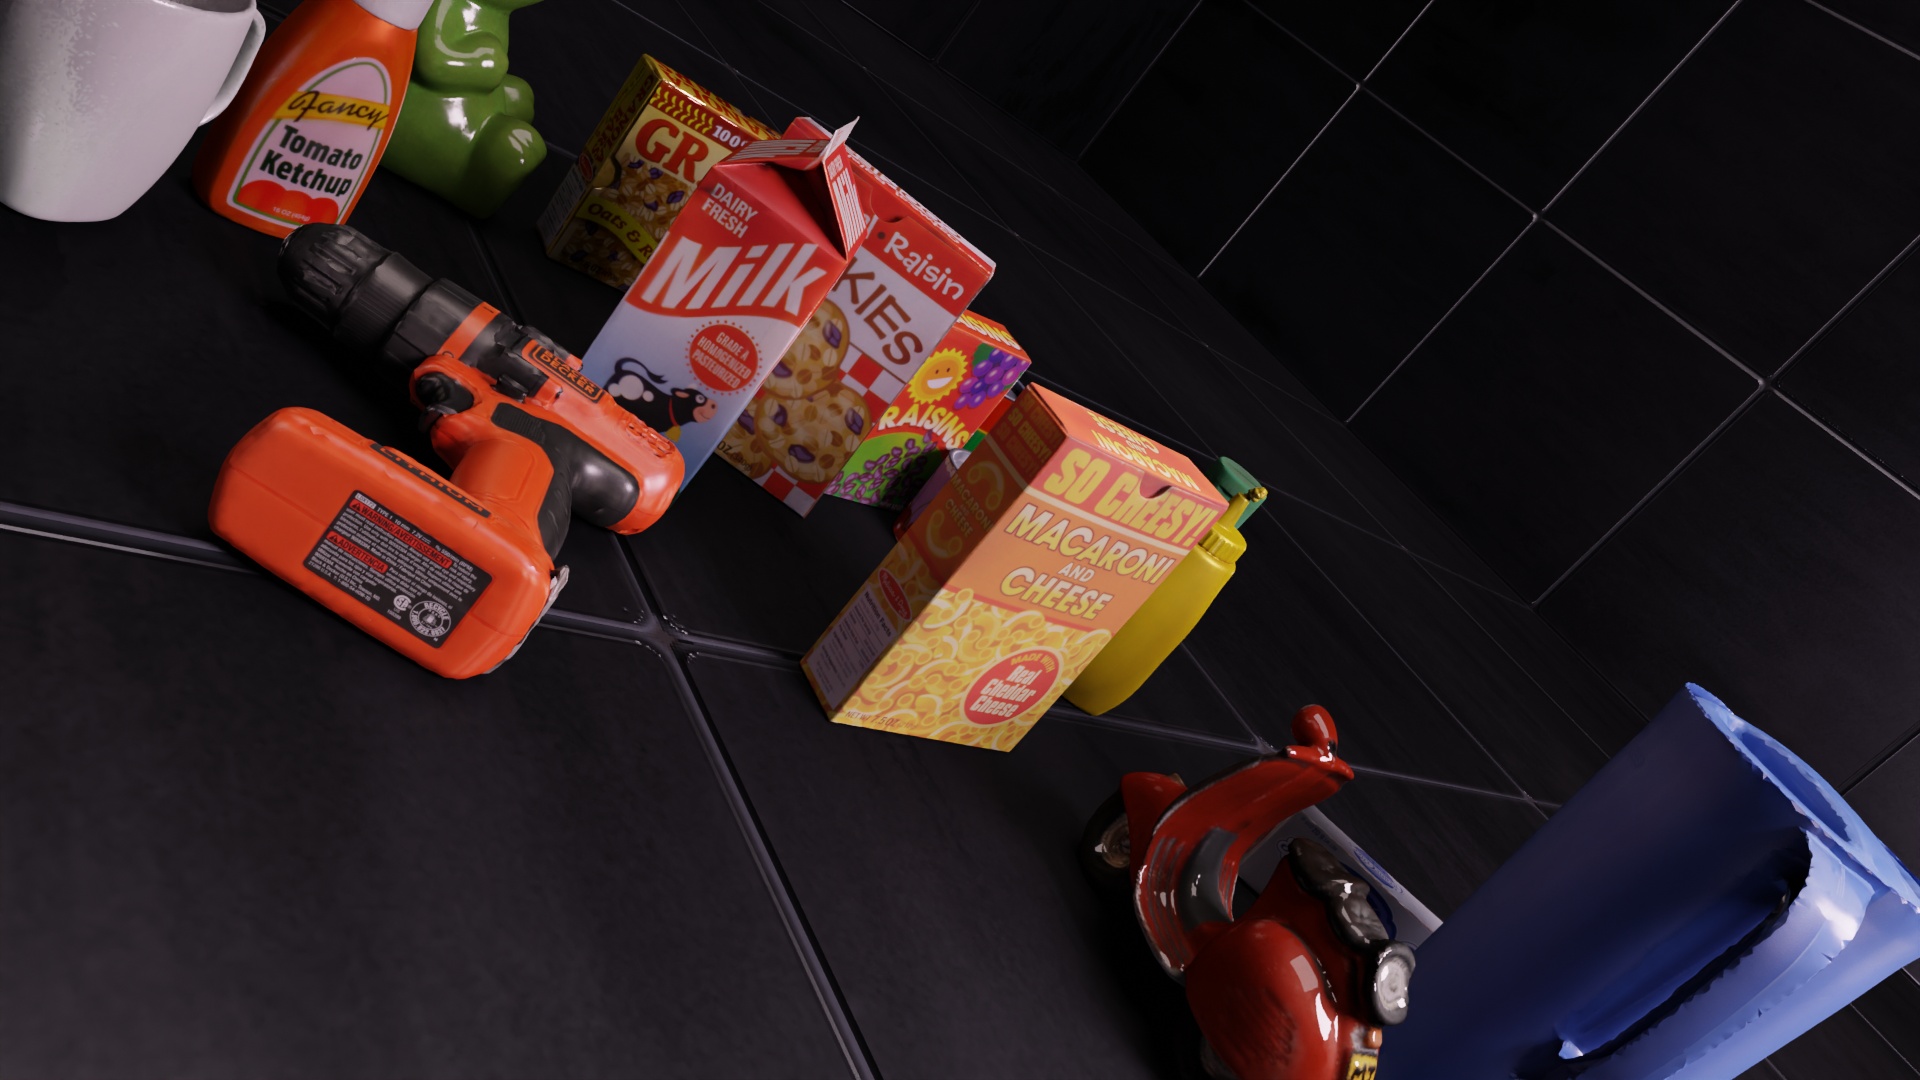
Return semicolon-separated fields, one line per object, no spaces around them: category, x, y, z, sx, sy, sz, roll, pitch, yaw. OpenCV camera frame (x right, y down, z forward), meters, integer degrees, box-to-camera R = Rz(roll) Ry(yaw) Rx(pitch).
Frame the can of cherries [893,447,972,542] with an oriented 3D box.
can of cherries;0.003;-0.010;0.807;0.071;0.058;0.072;35;20;-15

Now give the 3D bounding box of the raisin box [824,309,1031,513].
raisin box;-0.029;-0.078;0.800;0.086;0.123;0.040;15;31;-51

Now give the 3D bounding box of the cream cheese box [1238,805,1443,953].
cream cheese box;0.202;0.191;0.738;0.104;0.053;0.024;42;19;7

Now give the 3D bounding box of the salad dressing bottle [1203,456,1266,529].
salad dressing bottle;0.120;0.015;0.830;0.064;0.147;0.044;41;19;2

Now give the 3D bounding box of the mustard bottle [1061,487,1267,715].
mustard bottle;0.111;0.026;0.774;0.049;0.159;0.065;35;20;-14

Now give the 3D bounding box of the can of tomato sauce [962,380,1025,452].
can of tomato sauce;-0.006;-0.081;0.906;0.071;0.083;0.071;35;20;-15

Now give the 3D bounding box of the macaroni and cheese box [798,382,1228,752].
macaroni and cheese box;0.026;0.020;0.624;0.124;0.166;0.040;18;29;-46

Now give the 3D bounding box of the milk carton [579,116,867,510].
milk carton;-0.106;-0.115;0.642;0.073;0.190;0.072;36;20;-11

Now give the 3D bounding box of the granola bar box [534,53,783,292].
granola bar box;-0.148;-0.193;0.833;0.165;0.124;0.039;22;26;-41

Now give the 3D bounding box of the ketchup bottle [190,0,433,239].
ketchup bottle;-0.268;-0.200;0.596;0.065;0.148;0.043;10;35;-55

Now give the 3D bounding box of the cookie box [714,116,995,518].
cookie box;-0.080;-0.113;0.718;0.123;0.167;0.040;37;19;-9
